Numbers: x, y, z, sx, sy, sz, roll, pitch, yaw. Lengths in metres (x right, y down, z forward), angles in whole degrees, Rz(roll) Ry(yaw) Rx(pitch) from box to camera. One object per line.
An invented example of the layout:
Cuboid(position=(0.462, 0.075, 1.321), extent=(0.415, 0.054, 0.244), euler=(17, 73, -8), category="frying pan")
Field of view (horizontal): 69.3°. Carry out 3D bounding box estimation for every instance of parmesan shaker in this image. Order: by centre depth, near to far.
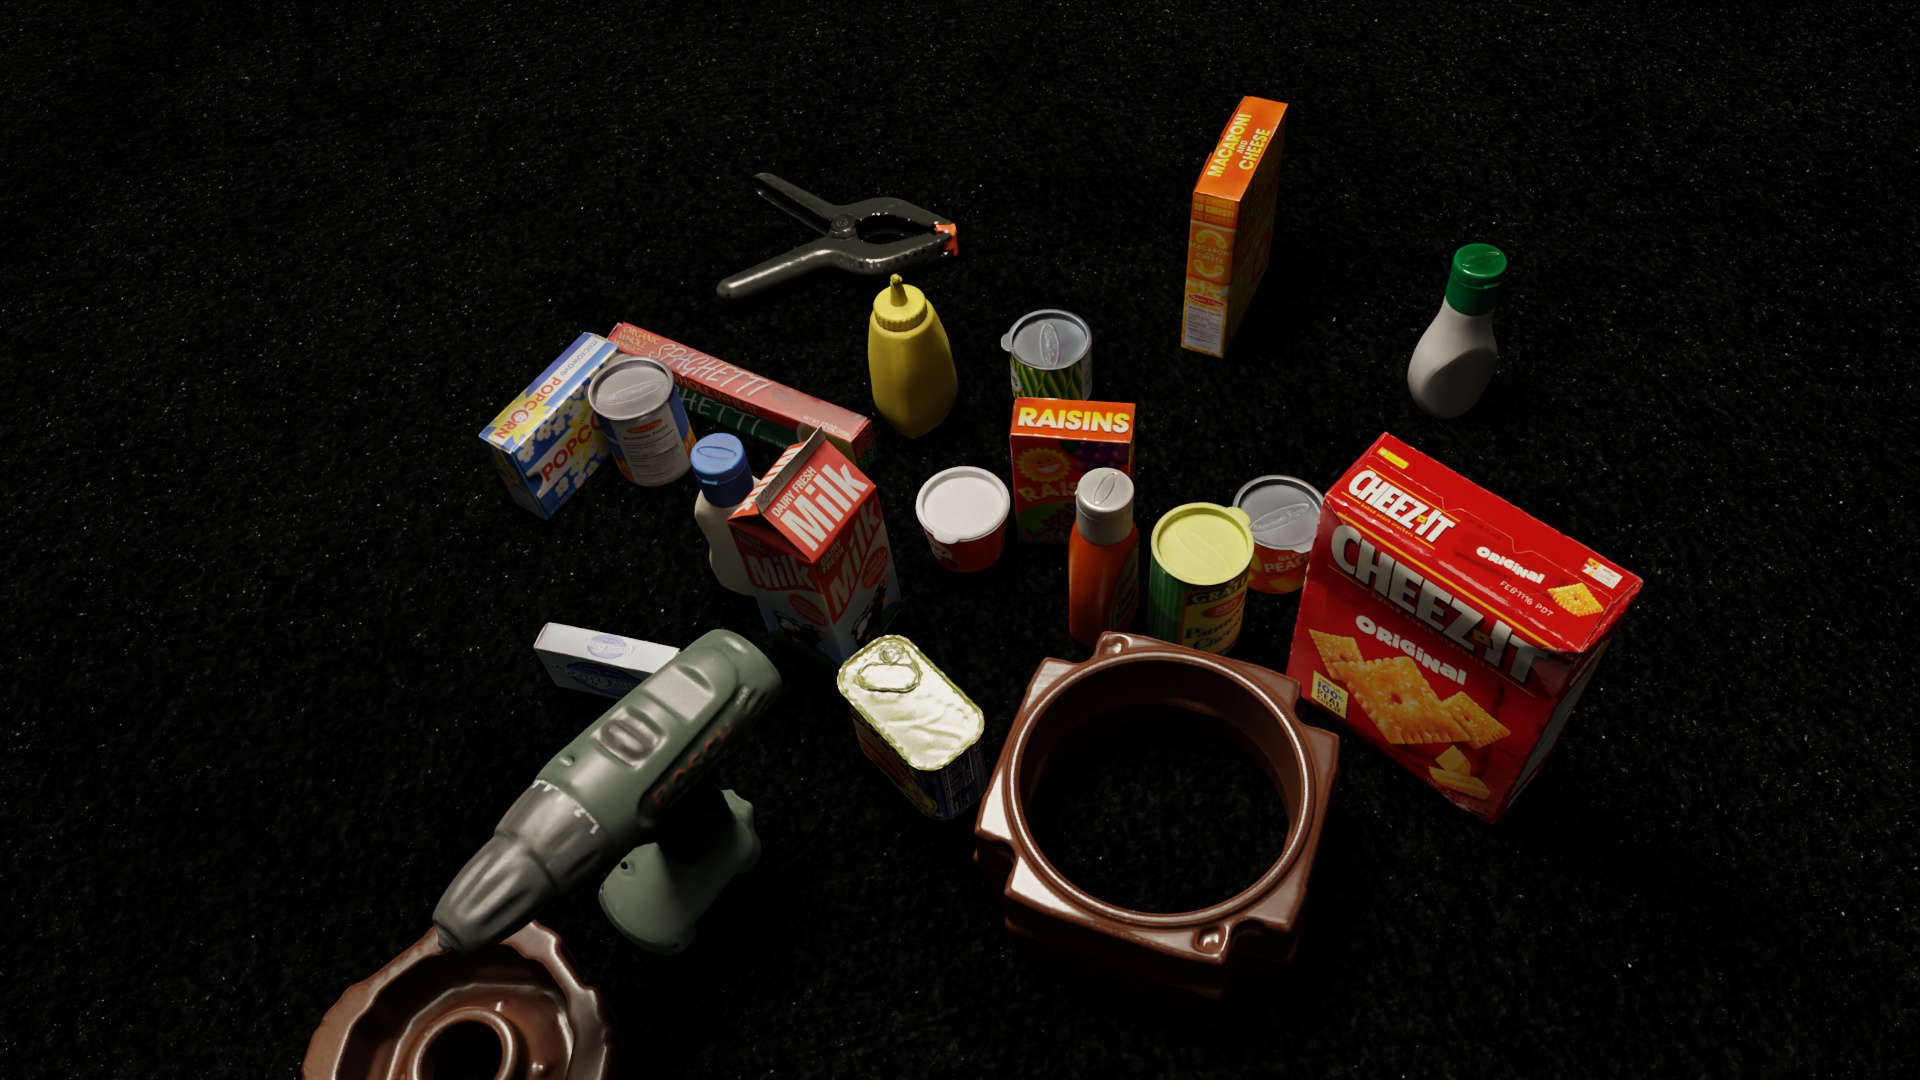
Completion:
Cuboid(position=(0.164, 0.030, 0.946), extent=(0.071, 0.102, 0.071), euler=(-3, 53, 4), category="parmesan shaker")

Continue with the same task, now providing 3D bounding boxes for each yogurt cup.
Cuboid(position=(0.004, -0.013, 1.025), extent=(0.072, 0.053, 0.073), euler=(-3, 53, 4), category="yogurt cup")

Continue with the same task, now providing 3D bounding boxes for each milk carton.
Cuboid(position=(-0.098, 0.007, 0.935), extent=(0.073, 0.189, 0.073), euler=(25, 60, 22), category="milk carton")

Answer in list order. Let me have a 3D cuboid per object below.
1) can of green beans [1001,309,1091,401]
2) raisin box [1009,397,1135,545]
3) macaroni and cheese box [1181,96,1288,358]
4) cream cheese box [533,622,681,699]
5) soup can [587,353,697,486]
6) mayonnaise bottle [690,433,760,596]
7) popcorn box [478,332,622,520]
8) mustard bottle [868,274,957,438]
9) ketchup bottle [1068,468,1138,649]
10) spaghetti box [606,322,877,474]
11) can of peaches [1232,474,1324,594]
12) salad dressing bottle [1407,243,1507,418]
Cuboid(position=(0.072, -0.142, 1.112), extent=(0.071, 0.057, 0.071), euler=(-3, 53, 4), category="can of green beans")
Cuboid(position=(0.082, -0.048, 1.000), extent=(0.086, 0.122, 0.040), euler=(5, 54, 9), category="raisin box")
Cuboid(position=(0.217, -0.248, 1.110), extent=(0.040, 0.165, 0.124), euler=(18, 57, 18), category="macaroni and cheese box")
Cuboid(position=(-0.240, 0.089, 0.973), extent=(0.104, 0.053, 0.024), euler=(10, 55, 13), category="cream cheese box")
Cuboid(position=(-0.249, -0.095, 1.093), extent=(0.071, 0.083, 0.072), euler=(-3, 53, 4), category="soup can")
Cuboid(position=(-0.156, -0.015, 0.984), extent=(0.065, 0.147, 0.041), euler=(9, 55, 12), category="mayonnaise bottle")
Cuboid(position=(-0.310, -0.091, 1.095), extent=(0.038, 0.084, 0.127), euler=(24, 59, 22), category="popcorn box")
Cuboid(position=(-0.040, -0.148, 1.064), extent=(0.065, 0.159, 0.049), euler=(-40, 59, -22), category="mustard bottle")
Cuboid(position=(0.097, 0.011, 0.939), extent=(0.043, 0.148, 0.065), euler=(20, 58, 19), category="ketchup bottle")
Cuboid(position=(-0.181, -0.114, 1.122), extent=(0.250, 0.050, 0.029), euler=(23, 59, 21), category="spaghetti box")
Cuboid(position=(0.227, -0.002, 0.992), extent=(0.071, 0.057, 0.071), euler=(-3, 53, 4), category="can of peaches")
Cuboid(position=(0.373, -0.155, 1.036), extent=(0.064, 0.147, 0.044), euler=(-15, 54, -6), category="salad dressing bottle")
